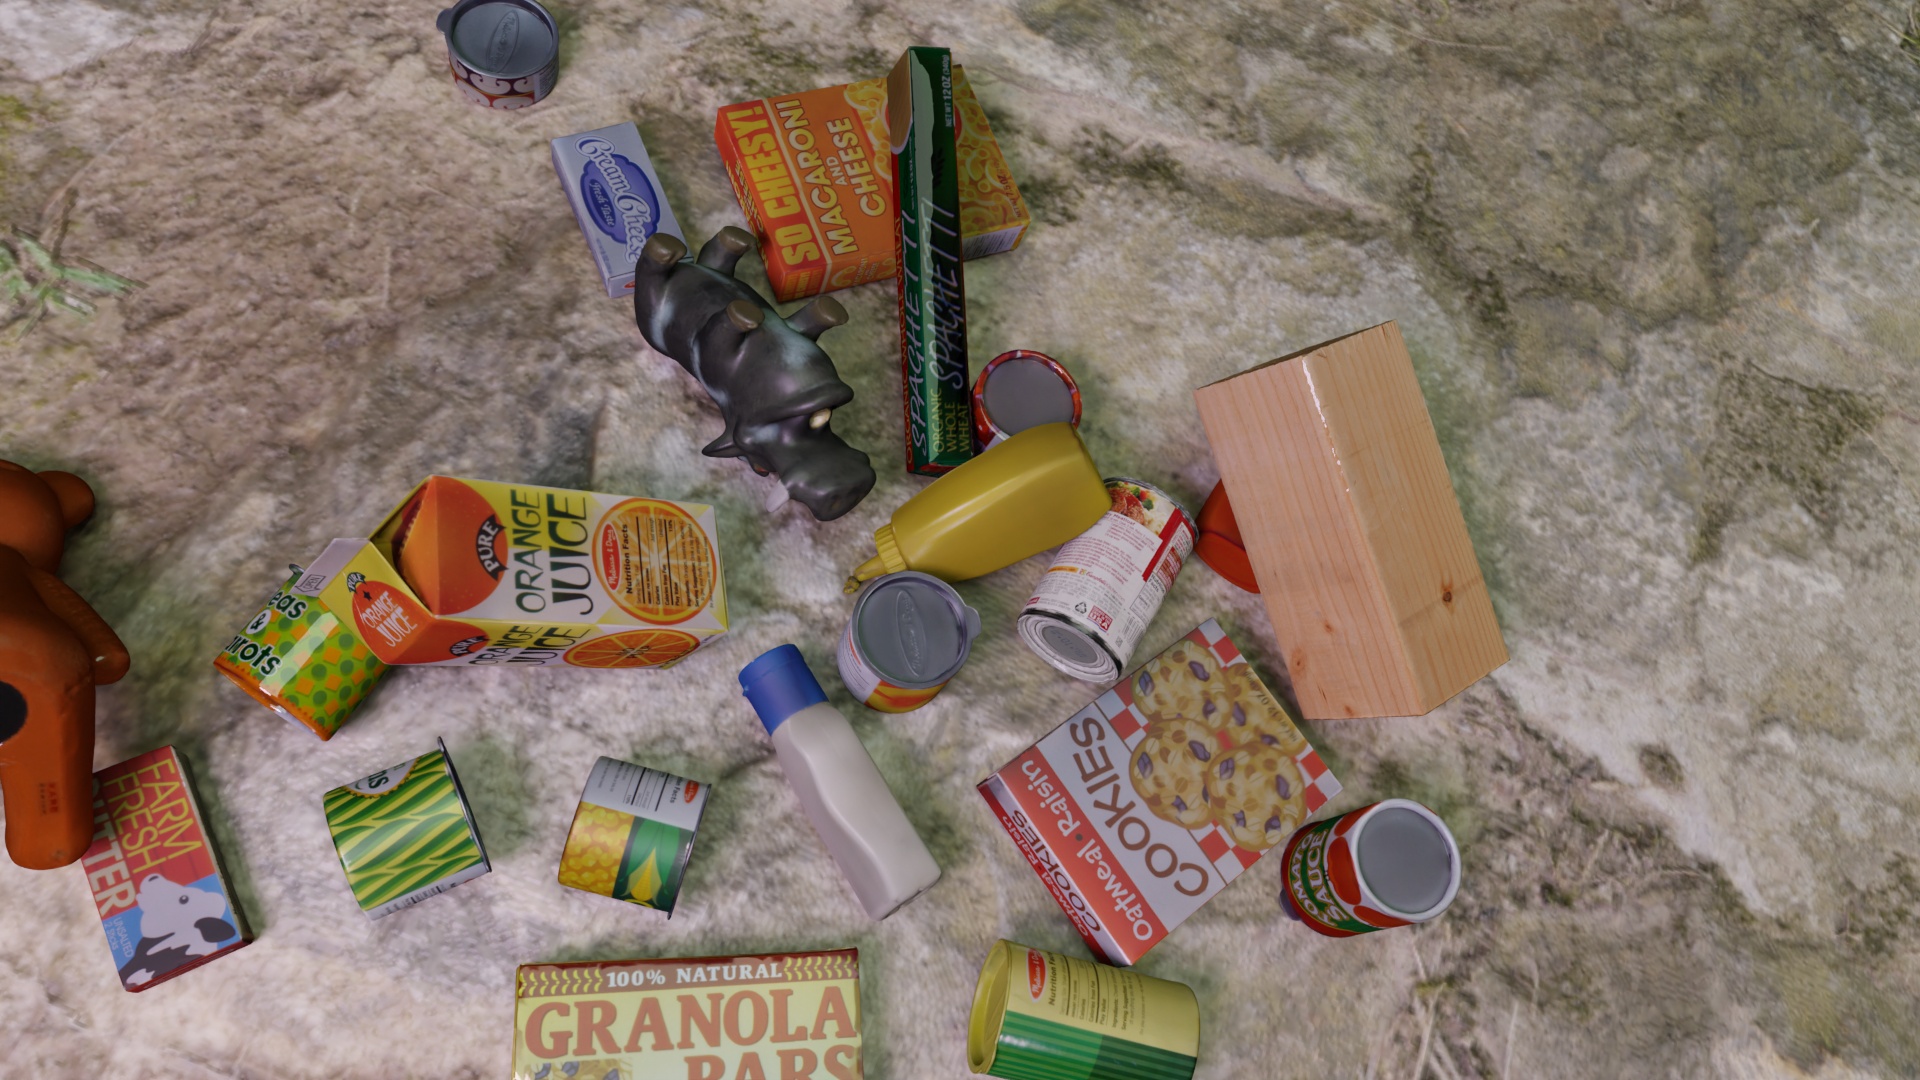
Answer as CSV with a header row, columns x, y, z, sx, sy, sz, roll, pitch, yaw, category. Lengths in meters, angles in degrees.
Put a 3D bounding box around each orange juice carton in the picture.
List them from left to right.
x,y,z,sx,sy,sz,roll,pitch,yaw,category
-0.218,0.019,0.684,0.193,0.071,0.073,6,66,-39,orange juice carton

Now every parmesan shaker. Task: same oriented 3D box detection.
x,y,z,sx,sy,sz,roll,pitch,yaw,category
0.062,0.250,0.706,0.103,0.071,0.071,17,66,-8,parmesan shaker

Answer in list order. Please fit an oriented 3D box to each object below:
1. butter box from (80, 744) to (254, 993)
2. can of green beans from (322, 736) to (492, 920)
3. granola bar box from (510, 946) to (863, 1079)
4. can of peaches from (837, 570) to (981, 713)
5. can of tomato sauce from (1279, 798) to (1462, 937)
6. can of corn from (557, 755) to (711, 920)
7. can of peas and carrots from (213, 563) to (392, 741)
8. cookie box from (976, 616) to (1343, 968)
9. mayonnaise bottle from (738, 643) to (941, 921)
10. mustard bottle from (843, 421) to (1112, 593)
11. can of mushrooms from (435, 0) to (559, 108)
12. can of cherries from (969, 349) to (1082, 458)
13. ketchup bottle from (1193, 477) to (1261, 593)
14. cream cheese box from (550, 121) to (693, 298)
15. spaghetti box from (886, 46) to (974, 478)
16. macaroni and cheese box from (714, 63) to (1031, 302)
x,y,z,sx,sy,sz,roll,pitch,yaw,category
-0.379,0.154,0.655,0.053,0.024,0.103,-23,77,-22,butter box
-0.265,0.140,0.667,0.058,0.071,0.071,-21,76,-20,can of green beans
-0.130,0.264,0.668,0.166,0.039,0.124,1,69,-14,granola bar box
-0.029,0.057,0.764,0.071,0.057,0.071,5,68,-13,can of peaches
0.223,0.182,0.766,0.071,0.082,0.071,5,68,-13,can of tomato sauce
-0.162,0.148,0.691,0.058,0.071,0.071,17,66,-7,can of corn
-0.321,0.056,0.683,0.071,0.070,0.059,33,66,0,can of peas and carrots
0.112,0.139,0.779,0.168,0.040,0.123,-32,80,-24,cookie box
-0.065,0.124,0.728,0.041,0.064,0.148,-26,74,-25,mayonnaise bottle
0.003,-0.010,0.785,0.160,0.065,0.049,-25,40,8,mustard bottle
-0.283,-0.301,0.852,0.071,0.033,0.071,5,69,-13,can of mushrooms
0.033,-0.075,0.831,0.071,0.058,0.072,5,69,-13,can of cherries
0.201,-0.041,0.869,0.064,0.043,0.149,38,65,-8,ketchup bottle
-0.205,-0.200,0.837,0.053,0.024,0.104,-20,75,-21,cream cheese box
-0.018,-0.162,0.820,0.029,0.050,0.250,-2,86,-18,spaghetti box
-0.056,-0.227,0.877,0.167,0.040,0.124,-17,75,-20,macaroni and cheese box
